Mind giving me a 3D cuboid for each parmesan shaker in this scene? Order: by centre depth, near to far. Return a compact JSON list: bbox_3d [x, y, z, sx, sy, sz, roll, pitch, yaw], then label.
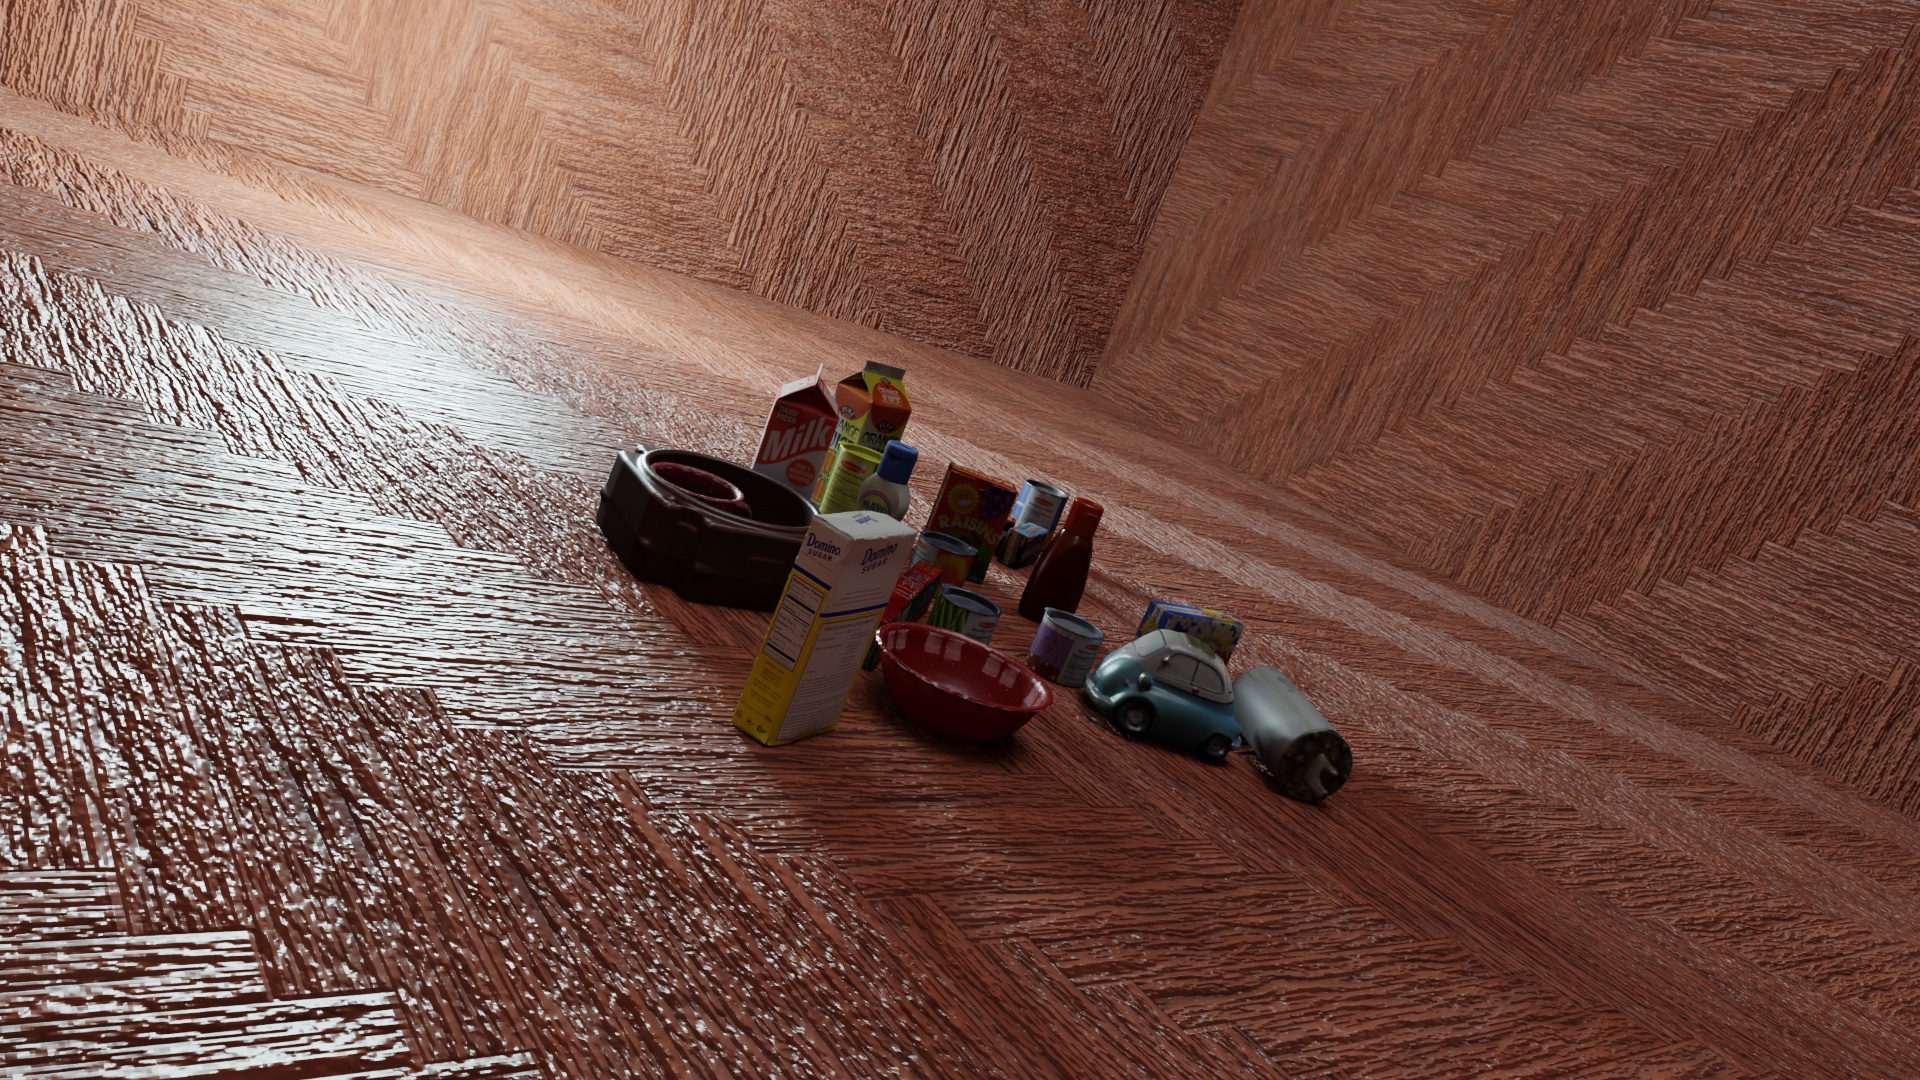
[{"bbox_3d":[-0.128,-0.056,1.622,0.071,0.102,0.071,20,13,-5],"label":"parmesan shaker"}]

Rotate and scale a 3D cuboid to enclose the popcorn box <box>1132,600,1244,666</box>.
[{"bbox_3d":[0.251,0.118,1.559,0.127,0.085,0.038,11,17,-38],"label":"popcorn box"}]

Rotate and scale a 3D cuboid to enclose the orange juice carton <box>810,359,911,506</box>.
[{"bbox_3d":[-0.124,-0.129,1.722,0.072,0.192,0.073,7,19,-48],"label":"orange juice carton"}]

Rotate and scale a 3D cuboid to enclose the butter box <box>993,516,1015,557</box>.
[{"bbox_3d":[0.015,-0.020,1.809,0.103,0.053,0.024,20,13,-5],"label":"butter box"}]

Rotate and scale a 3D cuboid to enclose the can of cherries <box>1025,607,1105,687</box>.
[{"bbox_3d":[0.106,0.110,1.428,0.071,0.058,0.071,20,13,-5],"label":"can of cherries"}]

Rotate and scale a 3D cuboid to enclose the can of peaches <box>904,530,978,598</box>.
[{"bbox_3d":[-0.021,0.029,1.551,0.071,0.058,0.071,20,13,-5],"label":"can of peaches"}]

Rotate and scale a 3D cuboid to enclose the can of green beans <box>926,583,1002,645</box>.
[{"bbox_3d":[0.000,0.084,1.367,0.071,0.057,0.071,20,13,-5],"label":"can of green beans"}]

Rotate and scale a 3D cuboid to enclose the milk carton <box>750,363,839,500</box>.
[{"bbox_3d":[-0.184,-0.102,1.529,0.073,0.190,0.072,19,13,-10],"label":"milk carton"}]

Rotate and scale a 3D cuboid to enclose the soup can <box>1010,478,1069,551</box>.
[{"bbox_3d":[0.106,-0.036,1.943,0.071,0.083,0.071,20,13,-5],"label":"soup can"}]

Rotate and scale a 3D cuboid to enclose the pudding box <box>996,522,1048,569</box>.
[{"bbox_3d":[0.081,0.006,1.814,0.030,0.049,0.084,26,14,18],"label":"pudding box"}]

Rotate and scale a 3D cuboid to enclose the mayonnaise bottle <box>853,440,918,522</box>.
[{"bbox_3d":[-0.087,-0.034,1.504,0.065,0.147,0.041,25,13,16],"label":"mayonnaise bottle"}]

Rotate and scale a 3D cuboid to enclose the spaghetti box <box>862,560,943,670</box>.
[{"bbox_3d":[-0.061,0.068,1.354,0.029,0.050,0.251,23,13,6],"label":"spaghetti box"}]

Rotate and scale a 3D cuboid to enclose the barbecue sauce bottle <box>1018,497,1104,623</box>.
[{"bbox_3d":[0.121,0.024,1.591,0.065,0.148,0.044,16,14,-22],"label":"barbecue sauce bottle"}]

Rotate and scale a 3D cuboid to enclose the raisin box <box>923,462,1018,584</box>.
[{"bbox_3d":[0.006,-0.021,1.646,0.086,0.123,0.040,19,13,-9],"label":"raisin box"}]
